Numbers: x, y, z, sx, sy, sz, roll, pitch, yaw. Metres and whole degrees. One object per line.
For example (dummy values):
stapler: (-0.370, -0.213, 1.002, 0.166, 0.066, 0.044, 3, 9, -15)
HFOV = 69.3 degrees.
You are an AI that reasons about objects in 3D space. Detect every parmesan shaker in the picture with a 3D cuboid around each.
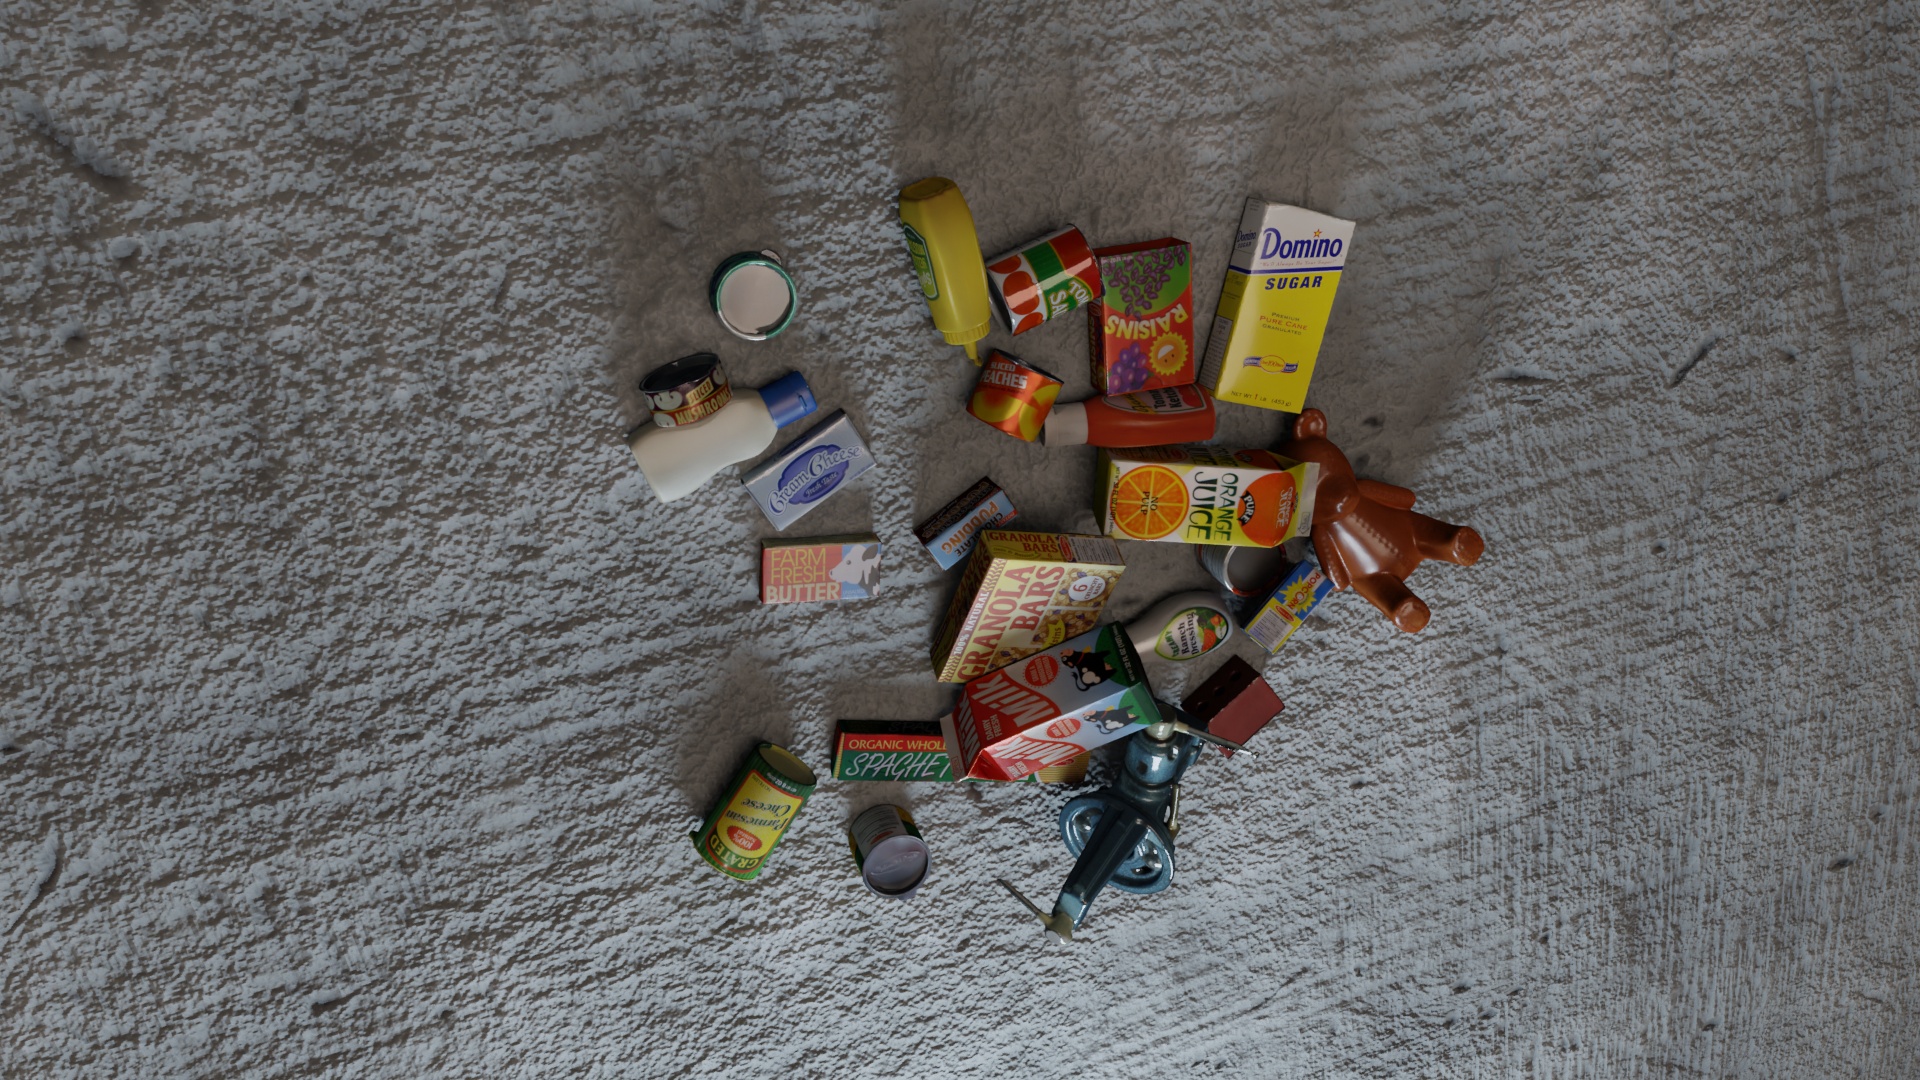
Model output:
parmesan shaker: (-0.183, 0.237, 1.225, 0.071, 0.071, 0.103, 30, 97, -25)

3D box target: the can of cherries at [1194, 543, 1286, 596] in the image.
can of cherries: (0.264, 0.012, 1.296, 0.071, 0.058, 0.071, -6, 111, -16)

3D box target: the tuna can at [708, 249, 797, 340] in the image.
tuna can: (-0.161, -0.194, 1.092, 0.071, 0.033, 0.070, -6, 112, -16)

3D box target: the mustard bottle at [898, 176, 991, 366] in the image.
mustard bottle: (-0.006, -0.210, 1.123, 0.049, 0.065, 0.159, -24, 119, -13)

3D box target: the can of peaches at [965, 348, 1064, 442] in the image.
can of peaches: (0.044, -0.122, 1.168, 0.071, 0.071, 0.058, 21, 103, -24)

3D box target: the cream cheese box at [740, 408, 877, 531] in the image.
cream cheese box: (-0.126, -0.059, 1.158, 0.104, 0.024, 0.053, -35, 116, -4)

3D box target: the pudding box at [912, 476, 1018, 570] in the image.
pudding box: (0.004, -0.015, 1.204, 0.084, 0.050, 0.030, -37, 115, -3)

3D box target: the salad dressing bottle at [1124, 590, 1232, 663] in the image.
salad dressing bottle: (0.181, 0.092, 1.306, 0.148, 0.044, 0.064, -18, 115, -11)

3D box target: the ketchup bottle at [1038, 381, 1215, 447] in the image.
ketchup bottle: (0.143, -0.106, 1.213, 0.149, 0.065, 0.043, -7, 125, -7)

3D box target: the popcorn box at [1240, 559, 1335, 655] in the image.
popcorn box: (0.302, 0.062, 1.292, 0.038, 0.126, 0.085, 40, 94, 10)

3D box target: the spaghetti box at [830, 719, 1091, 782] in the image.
spaghetti box: (0.002, 0.197, 1.292, 0.250, 0.029, 0.050, 4, 108, -20)

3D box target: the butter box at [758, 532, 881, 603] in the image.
butter box: (-0.121, 0.024, 1.190, 0.104, 0.024, 0.053, -3, 110, -18)

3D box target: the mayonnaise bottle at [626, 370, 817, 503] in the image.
mayonnaise bottle: (-0.189, -0.089, 1.118, 0.148, 0.041, 0.064, -28, 121, -9)

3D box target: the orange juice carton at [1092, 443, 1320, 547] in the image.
orange juice carton: (0.219, -0.041, 1.227, 0.193, 0.073, 0.071, 3, 109, -2)

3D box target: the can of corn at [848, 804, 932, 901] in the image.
can of corn: (-0.065, 0.289, 1.287, 0.071, 0.058, 0.071, -6, 111, -17)

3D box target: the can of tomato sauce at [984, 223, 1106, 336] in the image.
can of tomato sauce: (0.066, -0.212, 1.142, 0.083, 0.071, 0.071, -26, 115, -7)

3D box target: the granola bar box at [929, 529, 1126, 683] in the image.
granola bar box: (0.056, 0.061, 1.217, 0.124, 0.039, 0.164, 3, 135, -21)

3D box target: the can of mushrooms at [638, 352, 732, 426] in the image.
can of mushrooms: (-0.212, -0.117, 1.082, 0.071, 0.071, 0.033, -23, 117, -9)

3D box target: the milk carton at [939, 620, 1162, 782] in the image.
milk carton: (0.073, 0.152, 1.236, 0.190, 0.073, 0.073, -23, 139, 9)

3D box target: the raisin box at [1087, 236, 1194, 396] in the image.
raisin box: (0.155, -0.192, 1.196, 0.086, 0.040, 0.123, -11, 113, -15)
